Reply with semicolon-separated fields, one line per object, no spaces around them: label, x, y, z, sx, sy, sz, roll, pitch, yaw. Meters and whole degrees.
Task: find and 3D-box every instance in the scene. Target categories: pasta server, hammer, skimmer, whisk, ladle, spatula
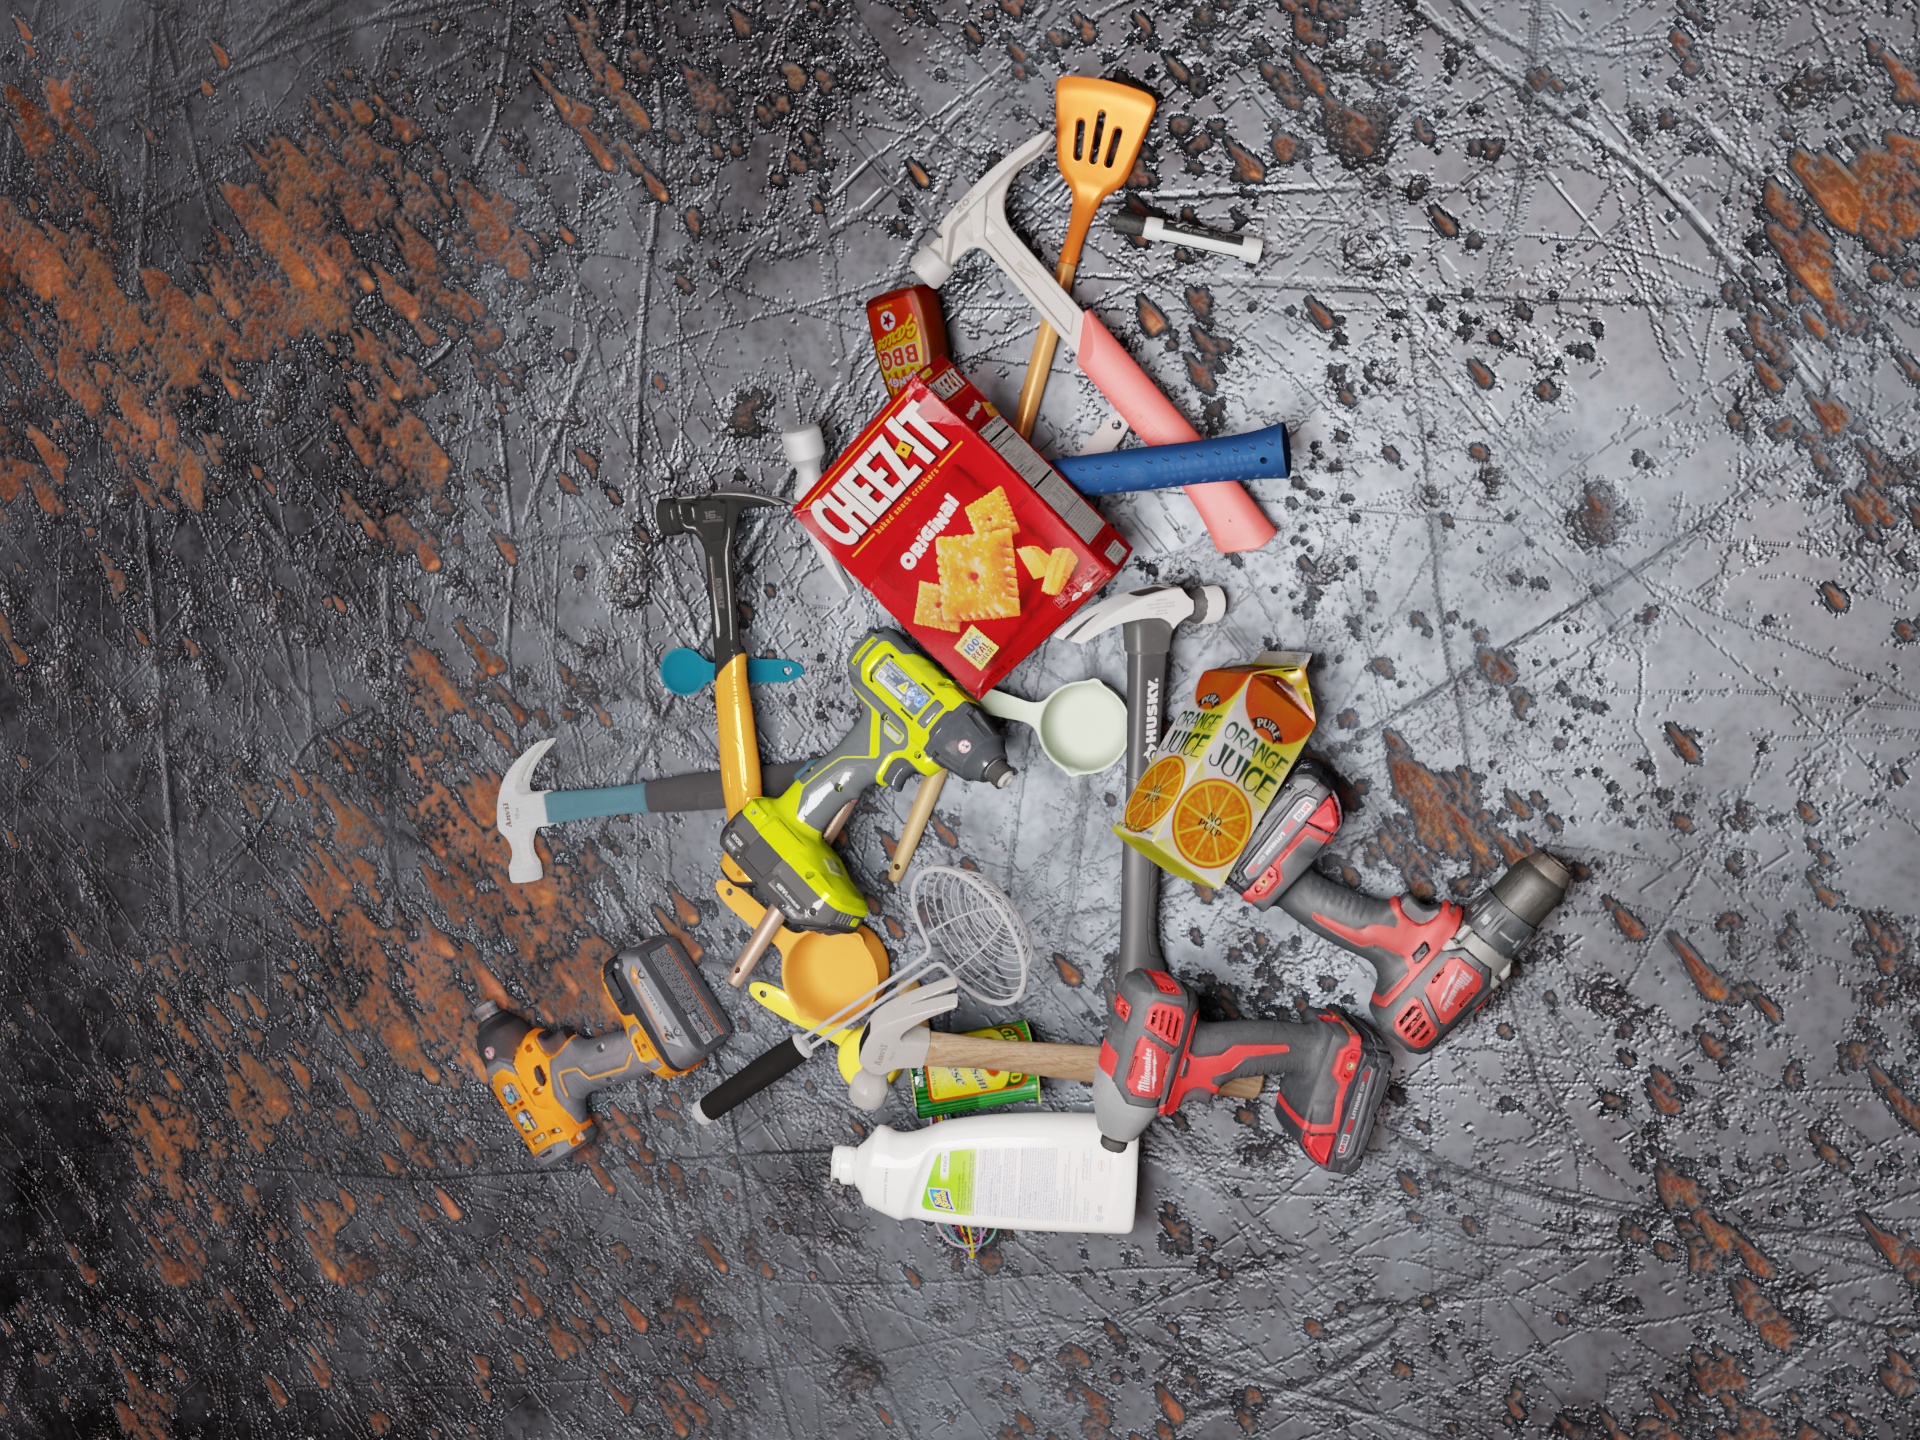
pasta server;-0.113;0.088;1.346;0.060;0.040;0.316;32;90;27
hammer;0.056;-0.185;1.260;0.405;0.035;0.144;-3;115;21
skimmer;-0.094;0.244;1.305;0.363;0.090;0.127;-36;86;16
hammer;-0.186;-0.024;1.346;0.127;0.034;0.337;0;98;26
hammer;-0.265;0.068;1.420;0.331;0.033;0.128;-7;95;16
whisk;-0.016;0.344;1.374;0.051;0.047;0.245;-14;89;18
hammer;0.084;0.270;1.268;0.331;0.031;0.130;8;126;-11
ladle;-0.002;-0.004;1.342;0.069;0.031;0.315;24;103;12
hammer;0.128;-0.280;1.249;0.149;0.037;0.359;-41;90;18
hammer;0.141;0.060;1.273;0.035;0.146;0.334;20;114;55
spatula;0.077;-0.343;1.276;0.081;0.041;0.322;17;101;10

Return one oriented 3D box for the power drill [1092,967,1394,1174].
power drill;0.210;0.279;1.234;0.219;0.079;0.143;13;100;-15

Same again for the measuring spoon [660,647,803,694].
measuring spoon;-0.200;-0.044;1.402;0.128;0.021;0.042;0;96;7

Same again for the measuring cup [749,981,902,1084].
measuring cup;-0.123;0.275;1.402;0.156;0.029;0.062;27;102;10

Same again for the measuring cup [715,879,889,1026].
measuring cup;-0.138;0.191;1.388;0.174;0.052;0.095;38;104;11

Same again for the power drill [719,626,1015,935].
power drill;-0.073;0.058;1.279;0.171;0.080;0.223;43;96;27

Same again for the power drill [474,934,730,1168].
power drill;-0.338;0.286;1.441;0.226;0.084;0.164;-35;85;20

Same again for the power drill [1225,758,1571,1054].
power drill;0.335;0.126;1.235;0.227;0.080;0.188;40;105;6

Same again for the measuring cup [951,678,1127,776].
measuring cup;0.061;-0.008;1.314;0.167;0.038;0.083;16;100;13

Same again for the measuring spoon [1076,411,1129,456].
measuring spoon;0.096;-0.204;1.296;0.034;0.018;0.124;42;104;8
